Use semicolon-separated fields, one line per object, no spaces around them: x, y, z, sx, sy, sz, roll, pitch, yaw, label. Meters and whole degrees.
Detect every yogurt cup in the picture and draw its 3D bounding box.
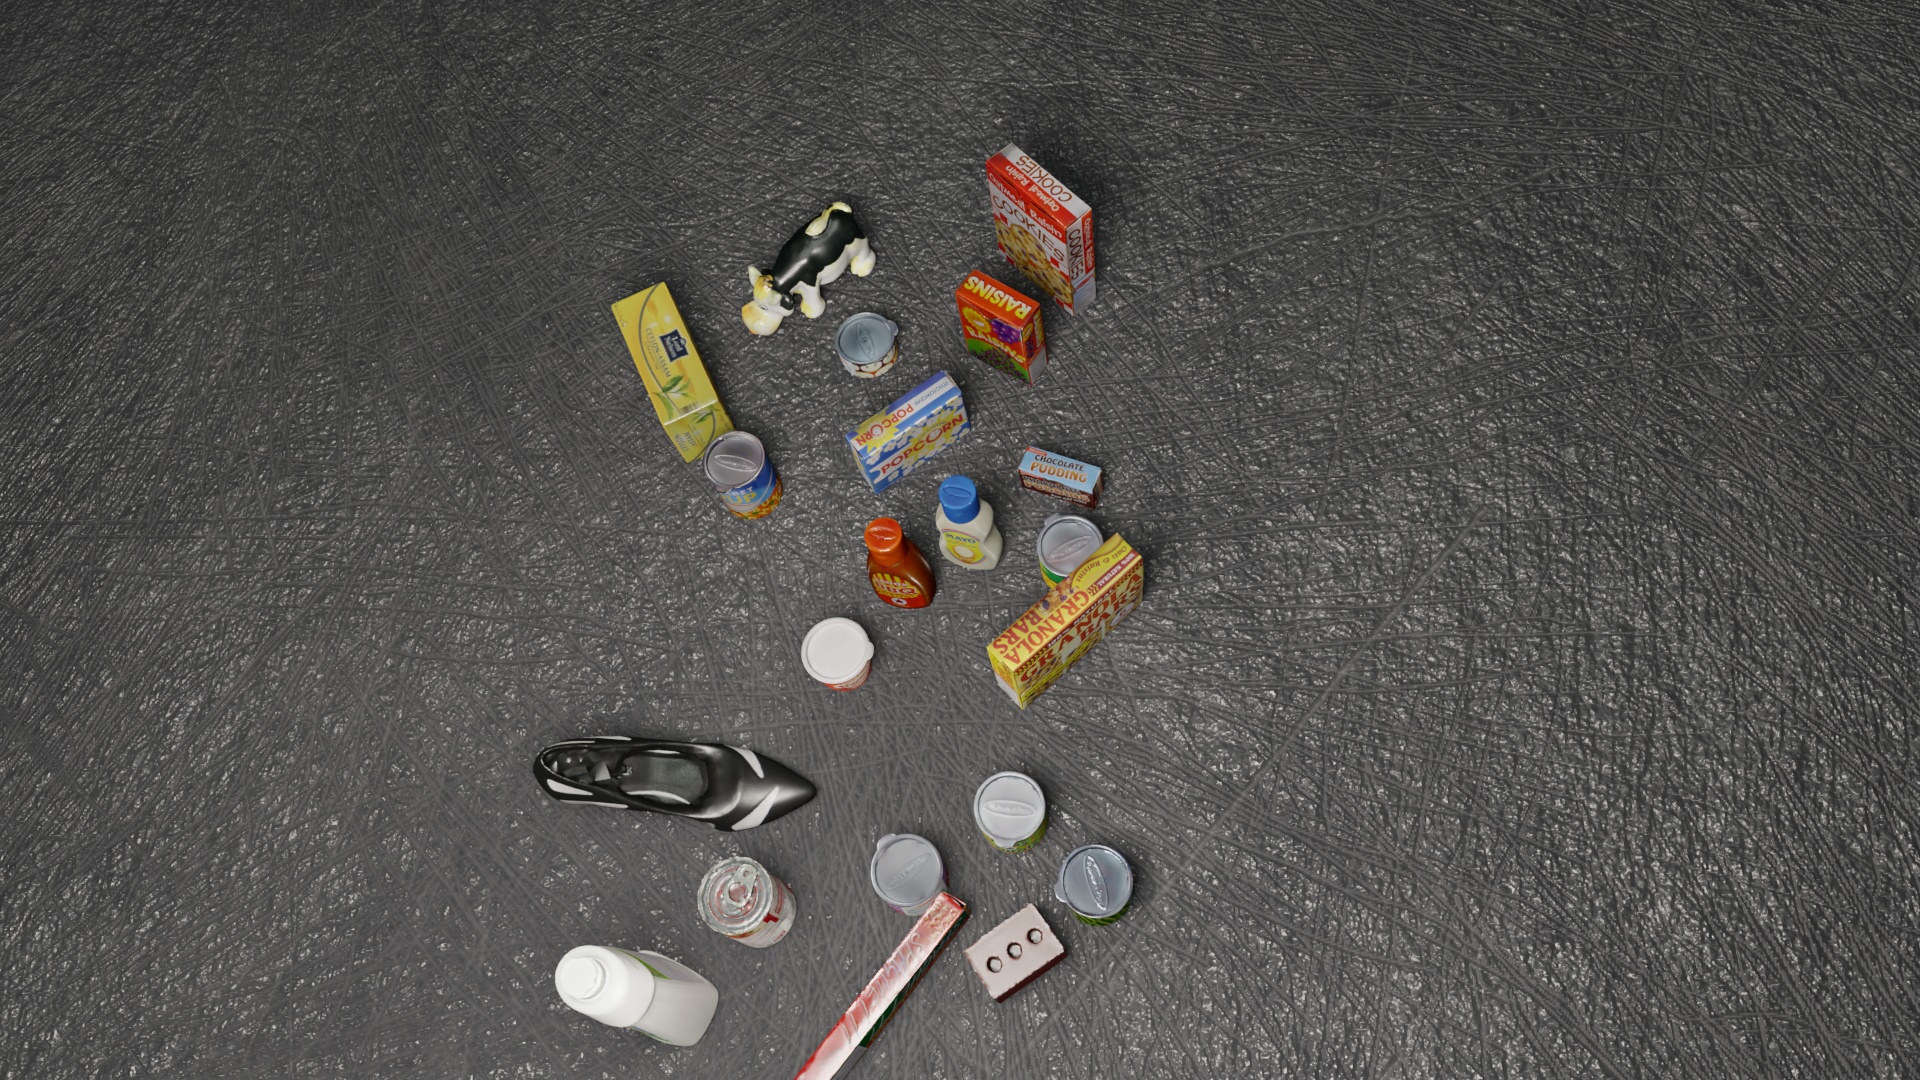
-0.120;0.117;1.383;0.072;0.053;0.072;-3;66;6;yogurt cup

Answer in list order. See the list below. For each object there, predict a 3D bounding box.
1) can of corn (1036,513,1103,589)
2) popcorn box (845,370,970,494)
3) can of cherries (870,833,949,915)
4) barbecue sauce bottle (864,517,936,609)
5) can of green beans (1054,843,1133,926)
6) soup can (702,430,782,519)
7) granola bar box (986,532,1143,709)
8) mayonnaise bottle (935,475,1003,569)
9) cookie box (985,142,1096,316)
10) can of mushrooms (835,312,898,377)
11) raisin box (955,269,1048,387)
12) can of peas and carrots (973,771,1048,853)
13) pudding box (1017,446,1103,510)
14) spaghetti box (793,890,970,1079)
0.110;0.014;1.397;0.071;0.058;0.071;-3;66;6;can of corn
-0.053;-0.113;1.458;0.127;0.085;0.038;-35;67;-8;popcorn box
-0.047;0.308;1.287;0.071;0.058;0.072;-3;66;6;can of cherries
-0.064;0.022;1.366;0.065;0.148;0.044;10;69;11;barbecue sauce bottle
0.124;0.314;1.264;0.071;0.057;0.071;-3;66;6;can of green beans
-0.229;-0.065;1.460;0.071;0.083;0.071;-3;66;6;soup can
0.104;0.080;1.333;0.166;0.123;0.039;-41;68;-11;granola bar box
0.005;-0.017;1.375;0.065;0.147;0.041;13;69;13;mayonnaise bottle
0.088;-0.331;1.492;0.040;0.167;0.123;-41;68;-11;cookie box
-0.101;-0.216;1.538;0.071;0.033;0.071;-3;66;6;can of mushrooms
0.044;-0.224;1.474;0.086;0.123;0.040;32;74;19;raisin box
0.048;0.257;1.298;0.071;0.058;0.071;-3;66;6;can of peas and carrots
0.104;-0.065;1.437;0.084;0.049;0.030;19;70;15;pudding box
-0.079;0.423;1.246;0.029;0.050;0.251;35;75;19;spaghetti box
